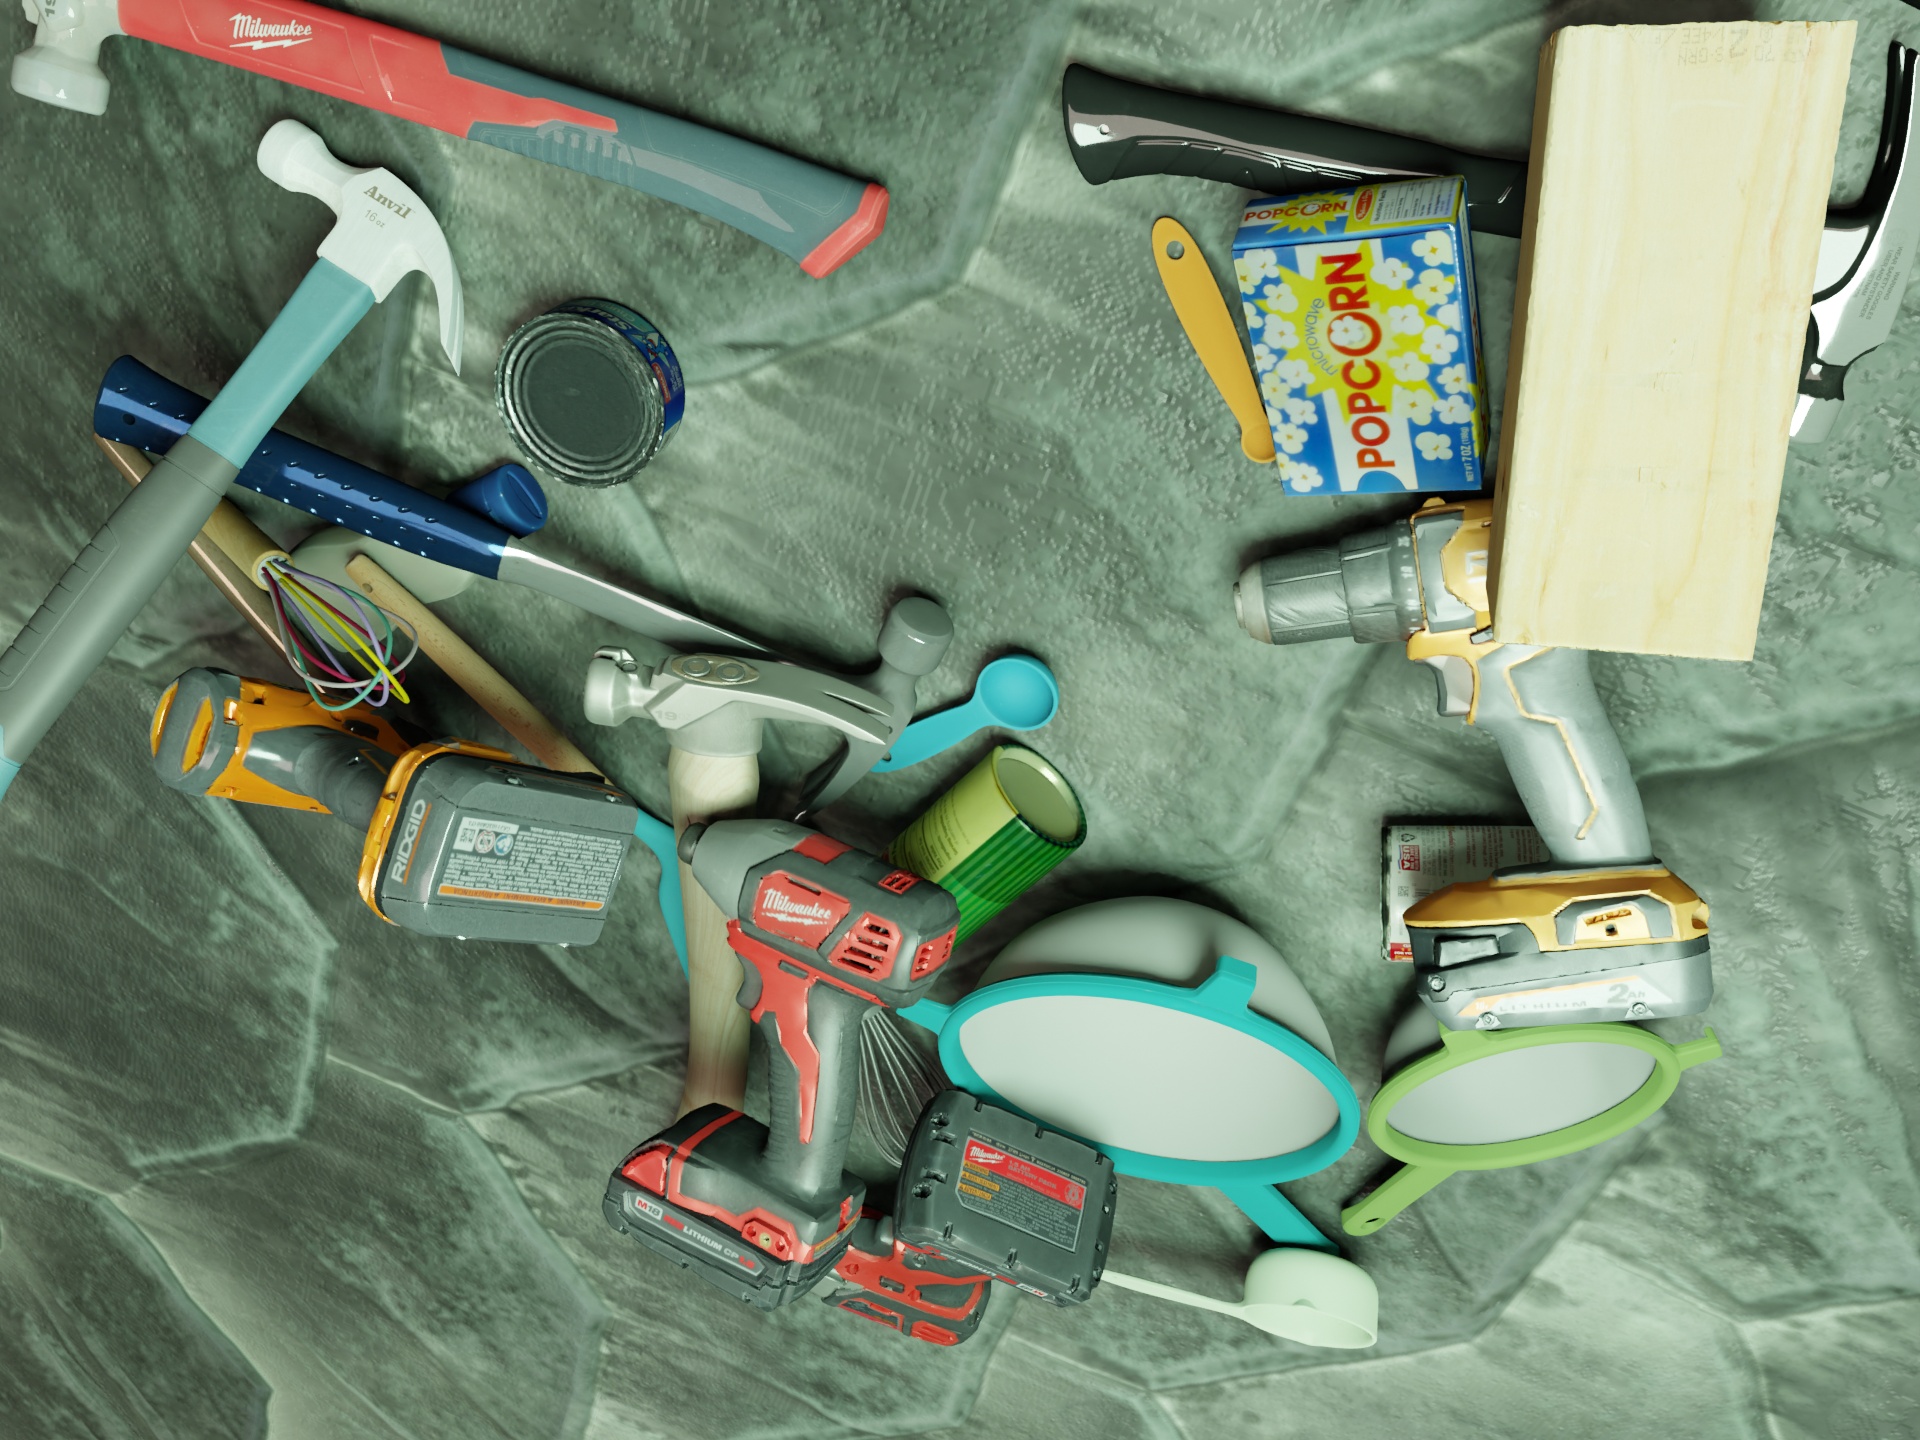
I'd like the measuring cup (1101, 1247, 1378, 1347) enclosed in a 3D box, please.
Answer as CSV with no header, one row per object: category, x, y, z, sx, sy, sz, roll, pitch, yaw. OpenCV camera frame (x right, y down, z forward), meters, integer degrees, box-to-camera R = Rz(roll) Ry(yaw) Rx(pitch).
measuring cup,0.157,0.322,0.921,0.167,0.038,0.083,6,148,20

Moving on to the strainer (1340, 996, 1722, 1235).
strainer,0.260,0.196,0.838,0.151,0.069,0.256,6,141,-14

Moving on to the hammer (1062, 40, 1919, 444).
hammer,0.203,-0.215,0.630,0.335,0.035,0.146,14,122,7

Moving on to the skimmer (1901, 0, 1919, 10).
skimmer,0.235,-0.322,0.565,0.363,0.090,0.127,21,119,-10

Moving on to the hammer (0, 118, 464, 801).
hammer,-0.342,-0.109,0.706,0.128,0.033,0.331,32,77,0

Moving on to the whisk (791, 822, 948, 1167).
whisk,-0.054,0.162,0.907,0.055,0.055,0.238,-14,109,21

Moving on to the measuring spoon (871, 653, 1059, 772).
measuring spoon,-0.001,-0.003,0.818,0.128,0.021,0.042,-25,111,35

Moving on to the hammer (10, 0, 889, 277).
hammer,-0.214,-0.288,0.689,0.386,0.038,0.143,17,104,1

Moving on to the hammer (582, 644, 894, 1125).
hammer,-0.124,0.139,0.875,0.146,0.038,0.410,8,127,2

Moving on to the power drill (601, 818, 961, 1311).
power drill,-0.094,0.157,0.775,0.143,0.078,0.219,22,105,19

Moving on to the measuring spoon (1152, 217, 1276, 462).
measuring spoon,0.113,-0.166,0.697,0.021,0.011,0.116,-21,108,27

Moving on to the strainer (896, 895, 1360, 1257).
strainer,0.134,0.190,0.855,0.211,0.095,0.340,-11,137,33

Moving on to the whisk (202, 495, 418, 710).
whisk,-0.328,-0.062,0.779,0.245,0.047,0.051,32,95,42

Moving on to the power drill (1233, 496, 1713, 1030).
power drill,0.223,0.015,0.692,0.185,0.084,0.226,-7,89,17

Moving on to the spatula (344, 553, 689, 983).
spatula,-0.210,0.032,0.856,0.082,0.044,0.317,-27,119,28

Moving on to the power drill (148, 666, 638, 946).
power drill,-0.265,0.038,0.778,0.227,0.164,0.084,18,91,35

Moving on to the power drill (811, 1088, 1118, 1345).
power drill,-0.037,0.282,0.893,0.187,0.080,0.226,27,143,-13

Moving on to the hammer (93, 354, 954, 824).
hammer,-0.215,-0.070,0.779,0.405,0.035,0.144,23,126,-9

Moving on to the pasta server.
pasta server,-0.371,-0.028,0.884,0.040,0.060,0.316,-38,103,-4
